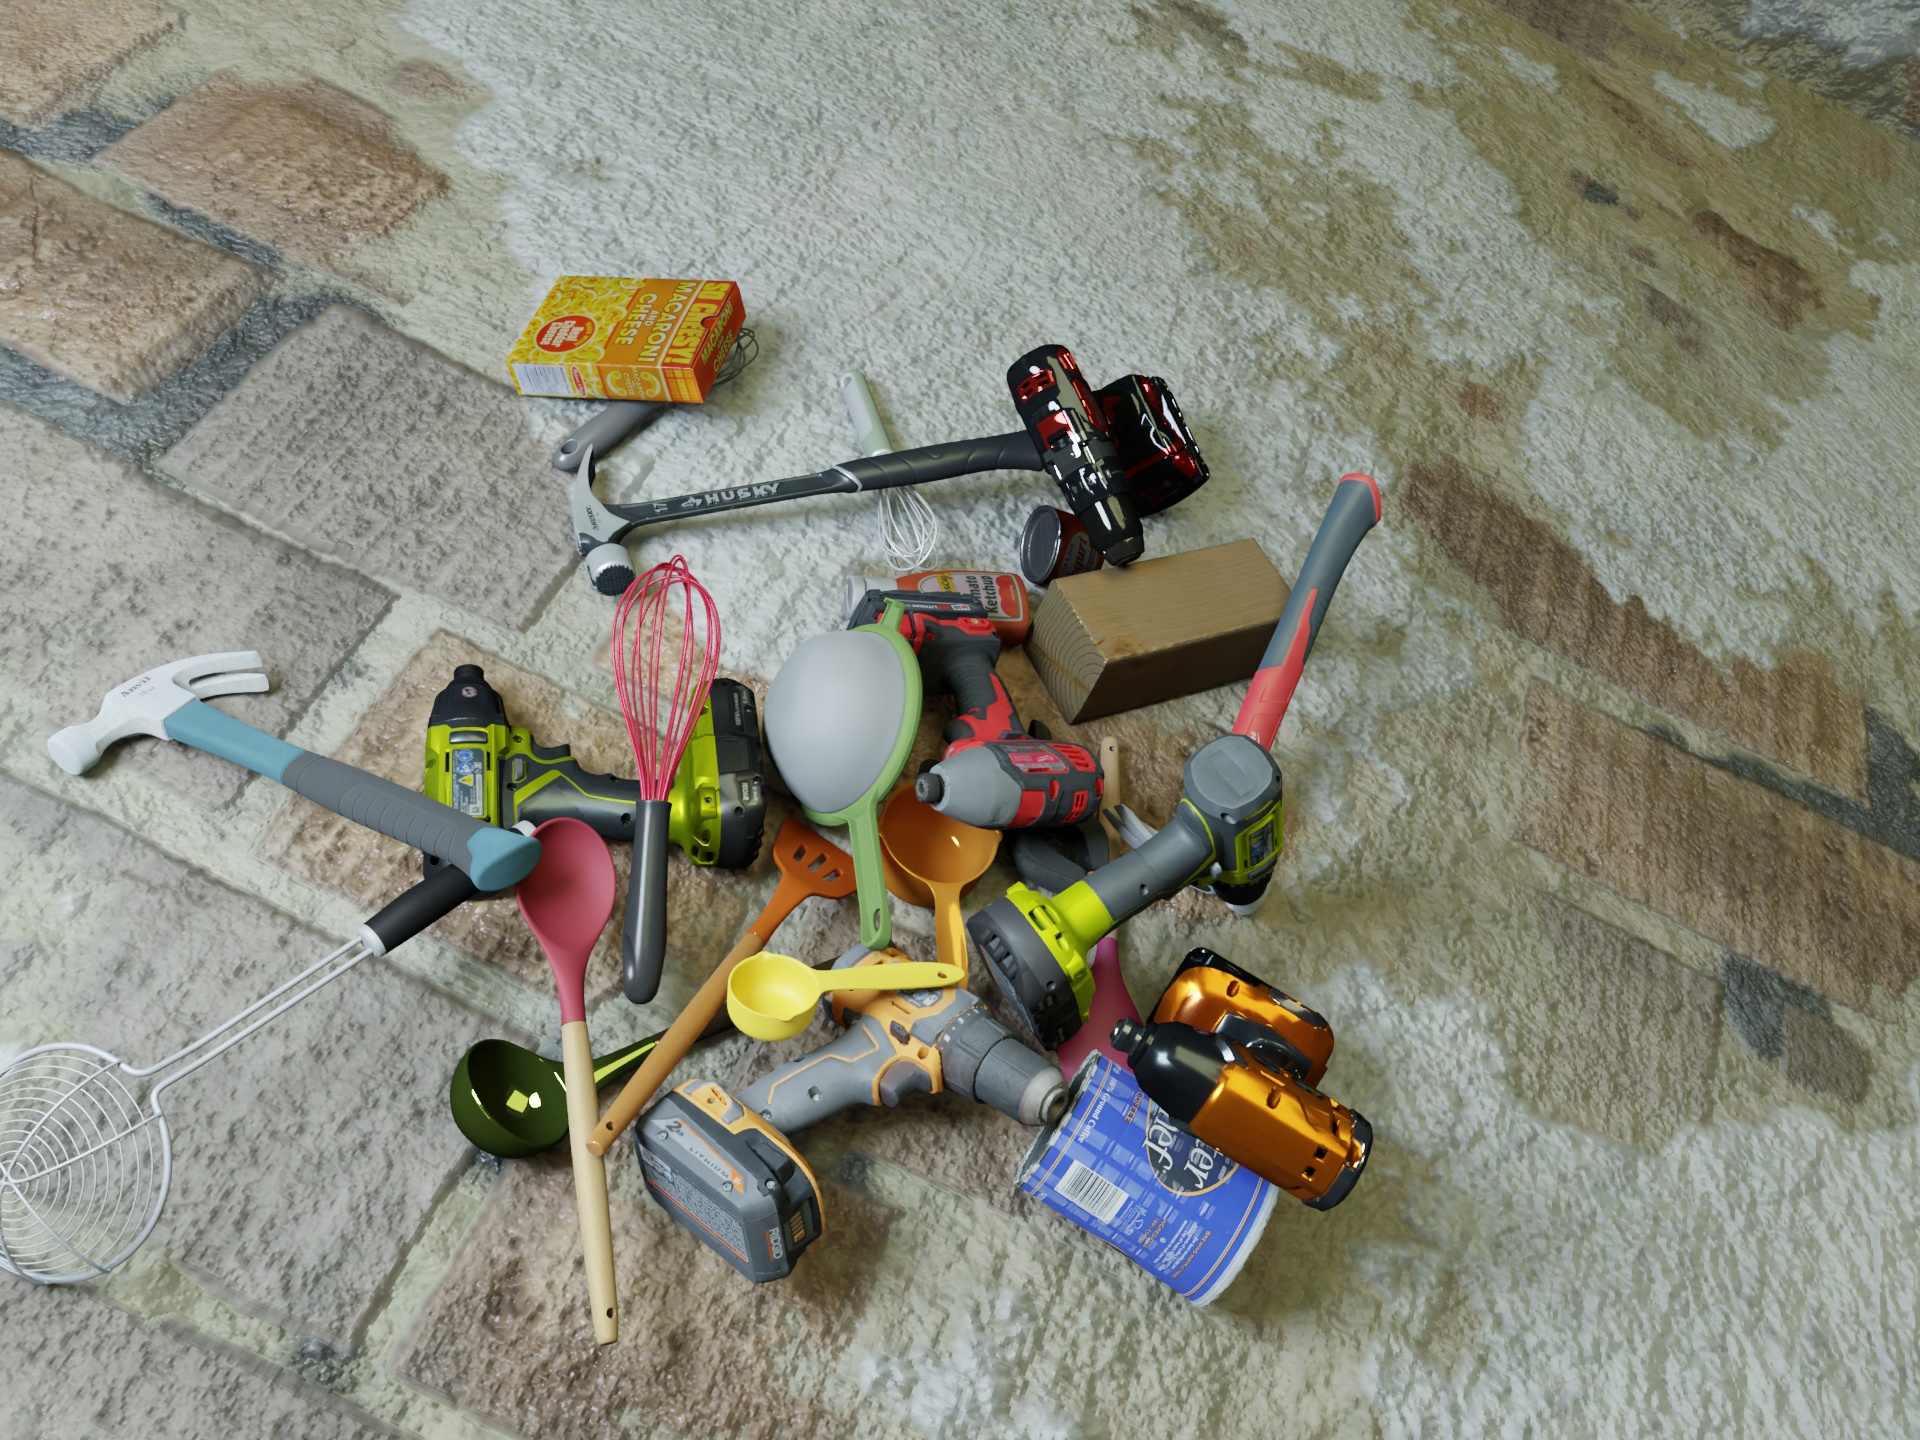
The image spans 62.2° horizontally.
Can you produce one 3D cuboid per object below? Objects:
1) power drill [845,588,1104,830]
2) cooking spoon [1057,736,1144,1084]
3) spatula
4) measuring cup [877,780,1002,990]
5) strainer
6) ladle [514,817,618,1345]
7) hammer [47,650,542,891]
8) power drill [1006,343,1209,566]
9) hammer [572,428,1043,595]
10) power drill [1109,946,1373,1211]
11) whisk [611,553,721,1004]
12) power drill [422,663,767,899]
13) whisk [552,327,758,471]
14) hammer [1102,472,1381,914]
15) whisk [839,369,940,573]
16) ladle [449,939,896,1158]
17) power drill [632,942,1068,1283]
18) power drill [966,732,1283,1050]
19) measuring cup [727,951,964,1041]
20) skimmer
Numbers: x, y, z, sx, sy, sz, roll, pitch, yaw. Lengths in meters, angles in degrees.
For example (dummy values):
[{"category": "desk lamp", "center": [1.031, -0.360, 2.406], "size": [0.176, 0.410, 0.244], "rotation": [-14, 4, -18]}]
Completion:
[{"category": "power drill", "center": [-0.002, -0.004, 1.173], "size": [0.143, 0.078, 0.220], "rotation": [-1, 39, -33]}, {"category": "cooking spoon", "center": [0.110, 0.142, 1.188], "size": [0.068, 0.017, 0.319], "rotation": [12, 52, -9]}, {"category": "spatula", "center": [-0.148, 0.164, 1.029], "size": [0.081, 0.041, 0.323], "rotation": [34, 41, 3]}, {"category": "measuring cup", "center": [-0.018, 0.128, 1.133], "size": [0.095, 0.052, 0.174], "rotation": [4, 57, -17]}, {"category": "strainer", "center": [-0.091, 0.038, 1.099], "size": [0.069, 0.151, 0.257], "rotation": [21, 45, -38]}, {"category": "ladle", "center": [-0.225, 0.205, 0.945], "size": [0.069, 0.031, 0.316], "rotation": [10, 55, -37]}, {"category": "hammer", "center": [-0.410, 0.036, 1.007], "size": [0.331, 0.033, 0.128], "rotation": [20, 44, 19]}, {"category": "power drill", "center": [0.134, -0.220, 1.354], "size": [0.226, 0.080, 0.188], "rotation": [-11, 75, -62]}, {"category": "hammer", "center": [-0.115, -0.197, 1.303], "size": [0.409, 0.036, 0.149], "rotation": [-13, 51, -18]}, {"category": "power drill", "center": [0.173, 0.219, 1.033], "size": [0.164, 0.084, 0.226], "rotation": [30, 8, 4]}, {"category": "whisk", "center": [-0.197, 0.034, 1.031], "size": [0.073, 0.073, 0.296], "rotation": [6, 78, -16]}, {"category": "power drill", "center": [-0.254, 0.033, 1.103], "size": [0.223, 0.080, 0.171], "rotation": [-1, 56, -16]}, {"category": "whisk", "center": [-0.257, -0.276, 1.352], "size": [0.055, 0.055, 0.239], "rotation": [37, 56, 9]}, {"category": "hammer", "center": [0.243, -0.047, 1.268], "size": [0.143, 0.038, 0.386], "rotation": [33, 68, -16]}, {"category": "whisk", "center": [-0.067, -0.220, 1.376], "size": [0.059, 0.057, 0.247], "rotation": [17, 41, -41]}, {"category": "ladle", "center": [-0.172, 0.195, 1.025], "size": [0.320, 0.062, 0.078], "rotation": [-19, 61, -33]}, {"category": "power drill", "center": [-0.062, 0.241, 0.980], "size": [0.185, 0.084, 0.226], "rotation": [25, 43, 36]}, {"category": "power drill", "center": [0.127, 0.124, 1.096], "size": [0.228, 0.190, 0.080], "rotation": [-34, 60, -9]}, {"category": "measuring cup", "center": [-0.072, 0.173, 1.005], "size": [0.156, 0.029, 0.062], "rotation": [0, 34, -24]}, {"category": "skimmer", "center": [-0.401, 0.175, 0.934], "size": [0.127, 0.090, 0.363], "rotation": [46, 53, 9]}]
